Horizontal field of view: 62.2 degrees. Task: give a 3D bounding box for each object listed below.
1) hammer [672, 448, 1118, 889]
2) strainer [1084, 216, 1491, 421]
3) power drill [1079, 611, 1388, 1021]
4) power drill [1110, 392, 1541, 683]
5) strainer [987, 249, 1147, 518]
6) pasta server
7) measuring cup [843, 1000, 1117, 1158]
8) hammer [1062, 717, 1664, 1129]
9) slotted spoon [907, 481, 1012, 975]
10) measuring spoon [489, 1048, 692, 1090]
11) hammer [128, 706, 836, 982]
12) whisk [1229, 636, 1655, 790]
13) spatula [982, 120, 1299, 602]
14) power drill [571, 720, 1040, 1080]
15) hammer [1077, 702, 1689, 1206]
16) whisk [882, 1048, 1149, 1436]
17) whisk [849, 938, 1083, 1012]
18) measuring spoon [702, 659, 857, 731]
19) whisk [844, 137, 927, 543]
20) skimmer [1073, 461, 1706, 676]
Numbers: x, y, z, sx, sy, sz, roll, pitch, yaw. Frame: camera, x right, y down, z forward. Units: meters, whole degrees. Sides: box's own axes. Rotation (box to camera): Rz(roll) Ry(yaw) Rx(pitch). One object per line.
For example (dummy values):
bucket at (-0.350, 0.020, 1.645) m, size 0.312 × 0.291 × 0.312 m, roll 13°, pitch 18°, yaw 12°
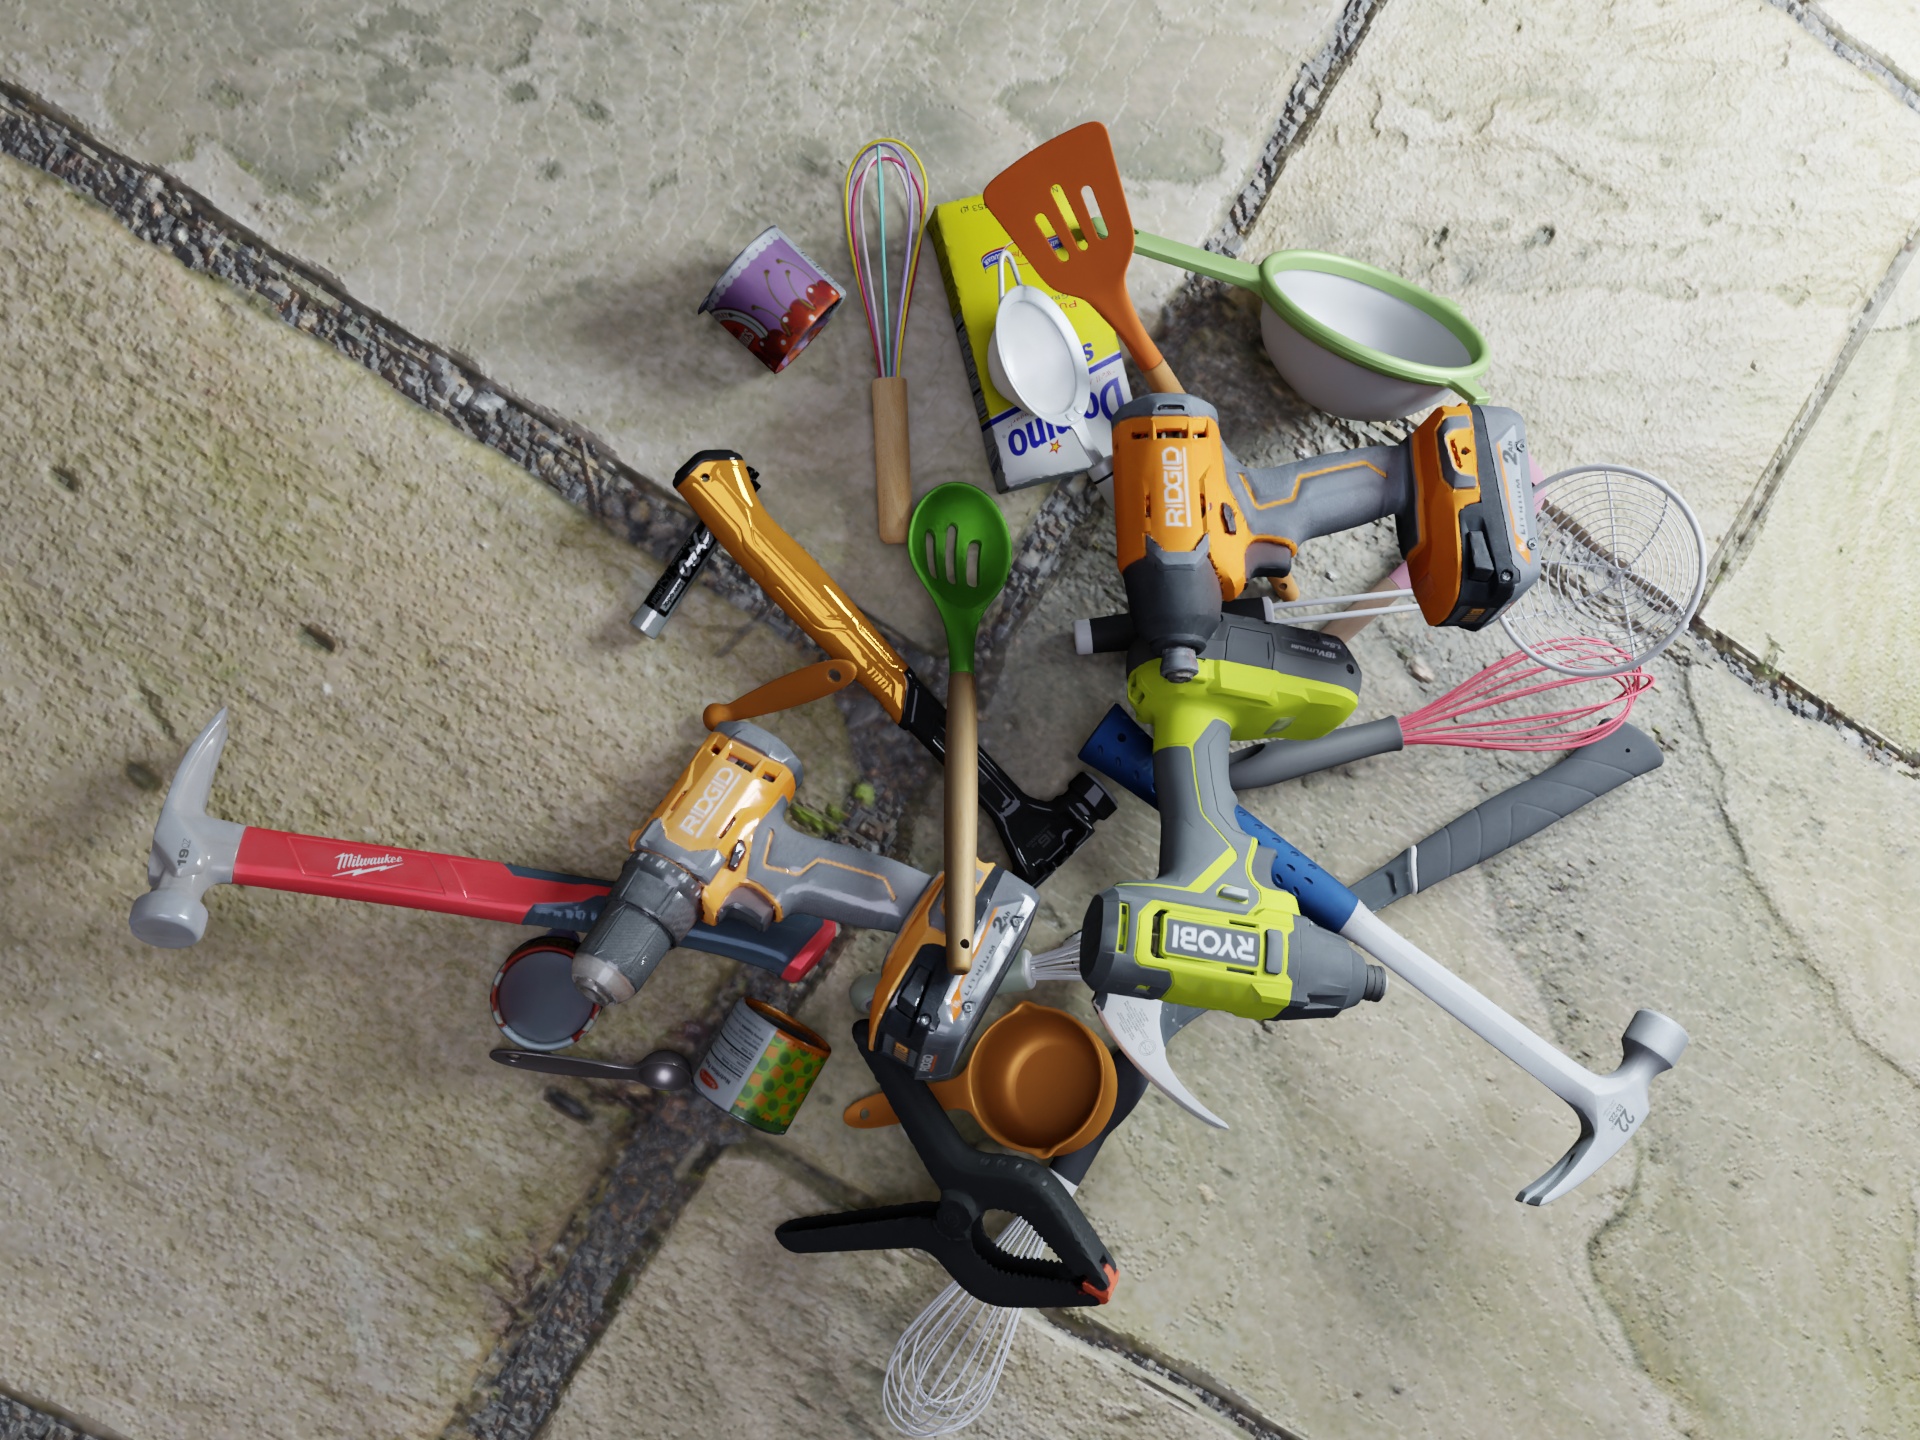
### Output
hammer at (-0.056, -0.026, 0.970) m, size 0.127 × 0.034 × 0.336 m, roll -43°, pitch 100°, yaw -5°
strainer at (0.192, -0.240, 0.974) m, size 0.256 × 0.152 × 0.069 m, roll 17°, pitch 127°, yaw -4°
power drill at (0.164, 0.058, 0.918) m, size 0.171 × 0.080 × 0.223 m, roll 10°, pitch 67°, yaw -8°
power drill at (0.200, -0.101, 0.896) m, size 0.226 × 0.084 × 0.164 m, roll 0°, pitch 74°, yaw -1°
strainer at (0.079, -0.155, 0.945) m, size 0.258 × 0.050 × 0.087 m, roll 56°, pitch 43°, yaw -10°
pasta server at (0.256, -0.069, 1.026) m, size 0.316 × 0.040 × 0.060 m, roll -40°, pitch 96°, yaw -1°
measuring cup at (0.014, 0.235, 0.992) m, size 0.173 × 0.052 × 0.095 m, roll -16°, pitch 65°, yaw 18°
hammer at (0.276, 0.110, 1.017) m, size 0.409 × 0.036 × 0.149 m, roll -28°, pitch 79°, yaw -8°
slotted spoon at (-0.001, -0.003, 0.925) m, size 0.070 × 0.031 × 0.314 m, roll 12°, pitch 59°, yaw -21°
measuring spoon at (-0.225, 0.207, 0.975) m, size 0.124 × 0.034 × 0.018 m, roll 7°, pitch 48°, yaw -2°
hammer at (-0.264, 0.089, 0.942) m, size 0.386 × 0.038 × 0.143 m, roll 11°, pitch 52°, yaw -15°
whisk at (0.297, 0.003, 1.015) m, size 0.296 × 0.073 × 0.073 m, roll -13°, pitch 94°, yaw -1°
spatula at (0.128, -0.199, 0.960) m, size 0.081 × 0.041 × 0.322 m, roll -26°, pitch 119°, yaw 21°
power drill at (-0.091, 0.119, 0.907) m, size 0.226 × 0.084 × 0.185 m, roll 27°, pitch 59°, yaw 9°
hammer at (0.242, 0.131, 0.973) m, size 0.405 × 0.035 × 0.144 m, roll 36°, pitch 78°, yaw 3°
whisk at (0.042, 0.319, 0.995) m, size 0.070 × 0.070 × 0.284 m, roll 34°, pitch 82°, yaw -7°
whisk at (0.049, 0.149, 0.968) m, size 0.246 × 0.059 × 0.057 m, roll -11°, pitch 136°, yaw 12°
measuring spoon at (-0.111, -0.014, 0.953) m, size 0.117 × 0.011 × 0.021 m, roll -18°, pitch 104°, yaw 29°
whisk at (-0.041, -0.231, 0.973) m, size 0.047 × 0.051 × 0.245 m, roll -3°, pitch 95°, yaw -13°
skimmer at (0.250, -0.075, 0.962) m, size 0.363 × 0.090 × 0.127 m, roll -6°, pitch 86°, yaw 3°
